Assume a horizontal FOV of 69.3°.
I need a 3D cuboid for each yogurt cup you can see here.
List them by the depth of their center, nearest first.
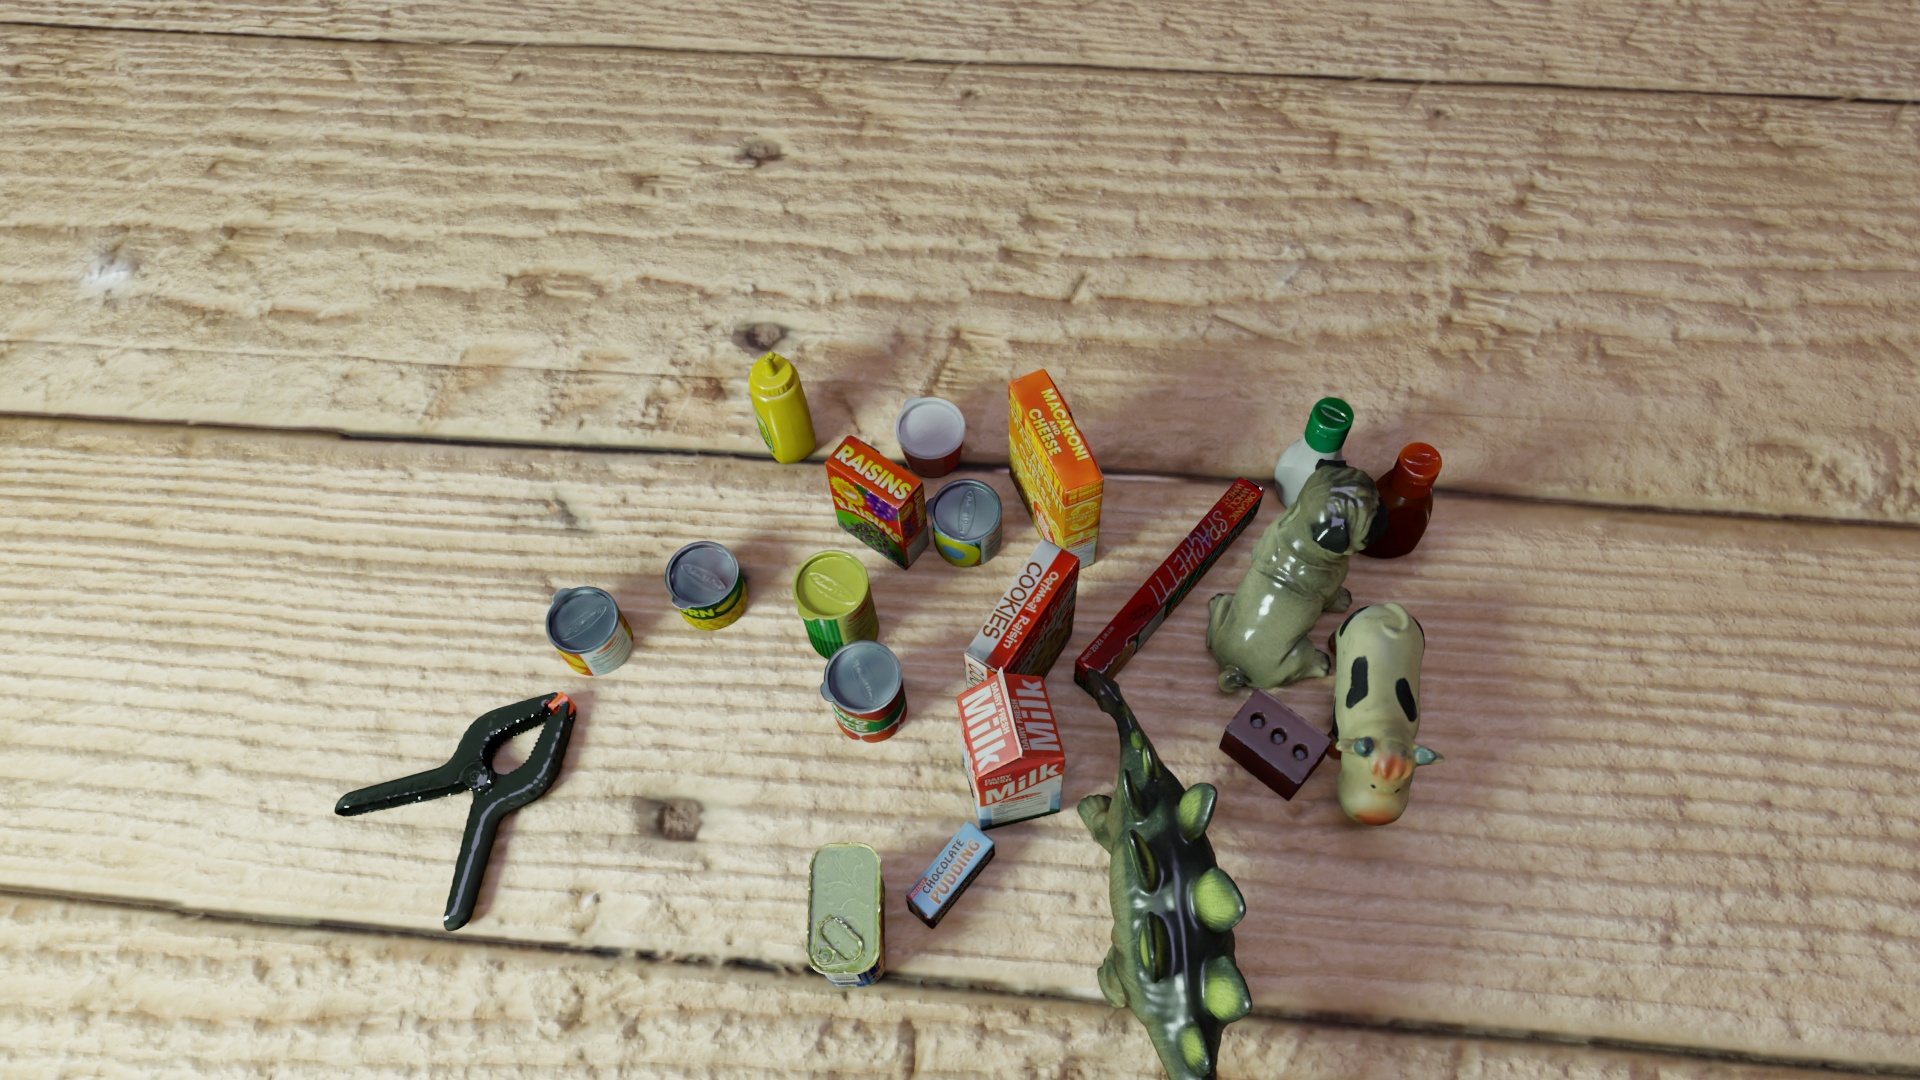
[{"bbox_3d":[-0.028,-0.096,1.342,0.072,0.053,0.072,-1,63,2],"label":"yogurt cup"}]

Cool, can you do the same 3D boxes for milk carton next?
[{"bbox_3d":[0.041,0.169,1.126,0.073,0.189,0.072,-13,63,-4],"label":"milk carton"}]

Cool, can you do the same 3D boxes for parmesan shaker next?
[{"bbox_3d":[-0.112,0.062,1.235,0.071,0.102,0.071,-1,63,2],"label":"parmesan shaker"}]

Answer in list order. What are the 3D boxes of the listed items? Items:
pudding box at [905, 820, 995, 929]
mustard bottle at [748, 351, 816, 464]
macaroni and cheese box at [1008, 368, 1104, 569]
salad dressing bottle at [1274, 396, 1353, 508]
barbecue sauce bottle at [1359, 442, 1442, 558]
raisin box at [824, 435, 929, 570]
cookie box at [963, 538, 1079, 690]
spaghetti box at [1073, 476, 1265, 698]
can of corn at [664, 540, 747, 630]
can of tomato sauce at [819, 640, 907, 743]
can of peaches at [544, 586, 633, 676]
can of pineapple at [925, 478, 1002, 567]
[{"bbox_3d":[-0.008,0.277,1.151,0.030,0.049,0.084,36,69,18],"label":"pudding box"},{"bbox_3d":[-0.171,-0.133,1.306,0.049,0.159,0.065,-25,65,-11],"label":"mustard bottle"},{"bbox_3d":[0.084,-0.059,1.256,0.040,0.165,0.124,-21,64,-9],"label":"macaroni and cheese box"},{"bbox_3d":[0.326,-0.076,1.268,0.064,0.147,0.044,31,68,16],"label":"salad dressing bottle"},{"bbox_3d":[0.393,-0.035,1.244,0.065,0.148,0.044,3,63,4],"label":"barbecue sauce bottle"},{"bbox_3d":[-0.074,-0.034,1.272,0.086,0.123,0.040,33,69,17],"label":"raisin box"},{"bbox_3d":[0.053,0.089,1.180,0.040,0.166,0.123,28,67,15],"label":"cookie box"},{"bbox_3d":[0.192,0.040,1.267,0.029,0.050,0.251,37,70,19],"label":"spaghetti box"},{"bbox_3d":[-0.233,0.044,1.273,0.071,0.058,0.071,-1,63,2],"label":"can of corn"},{"bbox_3d":[-0.083,0.134,1.208,0.071,0.082,0.071,-1,63,2],"label":"can of tomato sauce"},{"bbox_3d":[-0.336,0.081,1.257,0.071,0.057,0.071,-1,63,2],"label":"can of peaches"},{"bbox_3d":[0.005,-0.016,1.297,0.071,0.057,0.071,-1,63,2],"label":"can of pineapple"}]
